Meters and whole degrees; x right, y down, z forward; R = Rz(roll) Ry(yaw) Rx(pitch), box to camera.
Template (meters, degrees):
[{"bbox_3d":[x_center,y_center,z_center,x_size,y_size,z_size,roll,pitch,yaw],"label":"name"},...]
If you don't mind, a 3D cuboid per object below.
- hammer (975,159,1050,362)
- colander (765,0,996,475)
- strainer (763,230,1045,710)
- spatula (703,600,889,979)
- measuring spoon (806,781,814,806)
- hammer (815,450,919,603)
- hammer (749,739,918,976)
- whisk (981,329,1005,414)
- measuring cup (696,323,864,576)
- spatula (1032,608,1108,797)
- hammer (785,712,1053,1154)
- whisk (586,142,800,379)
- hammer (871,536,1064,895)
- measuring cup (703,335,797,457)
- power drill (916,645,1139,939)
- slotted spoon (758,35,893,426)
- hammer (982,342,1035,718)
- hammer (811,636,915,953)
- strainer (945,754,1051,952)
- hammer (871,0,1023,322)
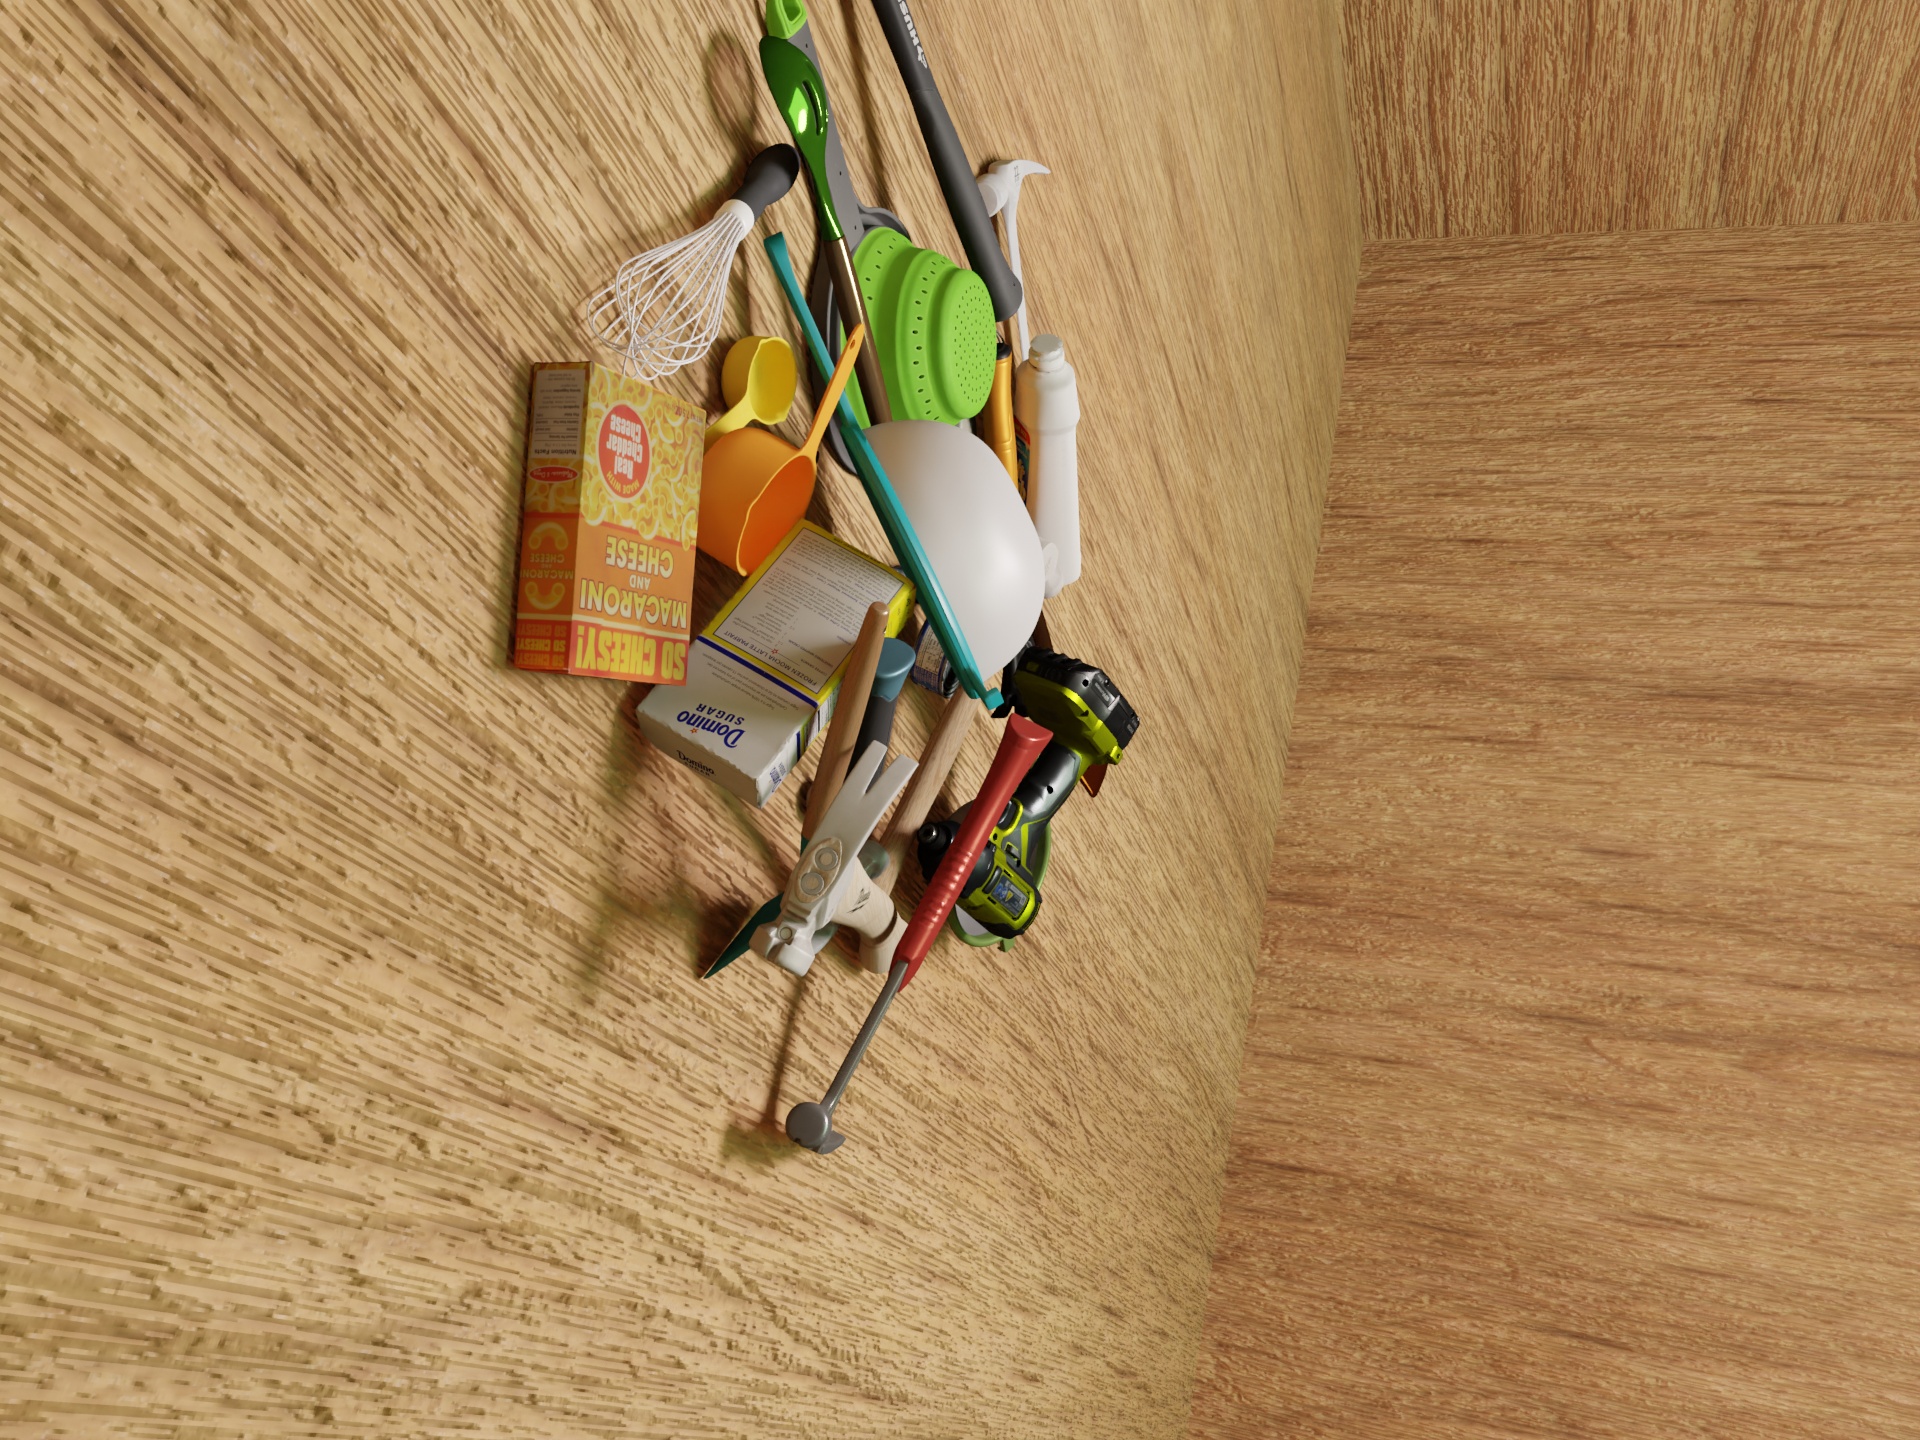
[{"bbox_3d":[0.069,-0.340,1.551,0.144,0.035,0.405,-58,145,-51],"label":"hammer"},{"bbox_3d":[-0.048,-0.345,1.163,0.396,0.094,0.205,74,29,-42],"label":"colander"},{"bbox_3d":[-0.024,-0.183,1.086,0.211,0.095,0.340,-119,-176,-74],"label":"strainer"},{"bbox_3d":[-0.098,0.049,1.000,0.082,0.044,0.317,-51,165,-51],"label":"spatula"},{"bbox_3d":[-0.096,0.044,1.236,0.124,0.018,0.034,-54,143,-65],"label":"measuring spoon"},{"bbox_3d":[-0.056,-0.117,1.275,0.409,0.036,0.149,-2,95,-69],"label":"hammer"},{"bbox_3d":[-0.064,0.125,1.129,0.146,0.038,0.410,-60,170,-10],"label":"hammer"},{"bbox_3d":[0.033,-0.287,1.455,0.238,0.055,0.055,58,41,-64],"label":"whisk"},{"bbox_3d":[-0.117,-0.178,0.998,0.173,0.052,0.095,-64,168,9],"label":"measuring cup"},{"bbox_3d":[0.108,-0.047,1.704,0.322,0.041,0.081,70,32,-45],"label":"spatula"},{"bbox_3d":[-0.028,0.159,1.203,0.359,0.037,0.149,-61,171,-11],"label":"hammer"},{"bbox_3d":[-0.151,-0.292,0.972,0.285,0.070,0.070,-70,155,-46],"label":"whisk"},{"bbox_3d":[-0.002,-0.004,1.307,0.331,0.031,0.130,-64,164,-8],"label":"hammer"},{"bbox_3d":[-0.158,-0.192,1.020,0.156,0.029,0.062,-54,147,-34],"label":"measuring cup"},{"bbox_3d":[0.052,0.058,1.343,0.223,0.080,0.171,-60,143,-13],"label":"power drill"},{"bbox_3d":[-0.080,-0.307,1.088,0.070,0.031,0.313,-79,160,-51],"label":"slotted spoon"},{"bbox_3d":[0.038,-0.166,1.404,0.127,0.034,0.336,-79,166,-57],"label":"hammer"},{"bbox_3d":[-0.072,0.055,1.089,0.128,0.033,0.330,-52,167,-36],"label":"hammer"},{"bbox_3d":[0.033,0.076,1.449,0.151,0.069,0.256,34,75,-53],"label":"strainer"},{"bbox_3d":[-0.025,-0.456,1.190,0.334,0.035,0.146,66,31,-29],"label":"hammer"}]
